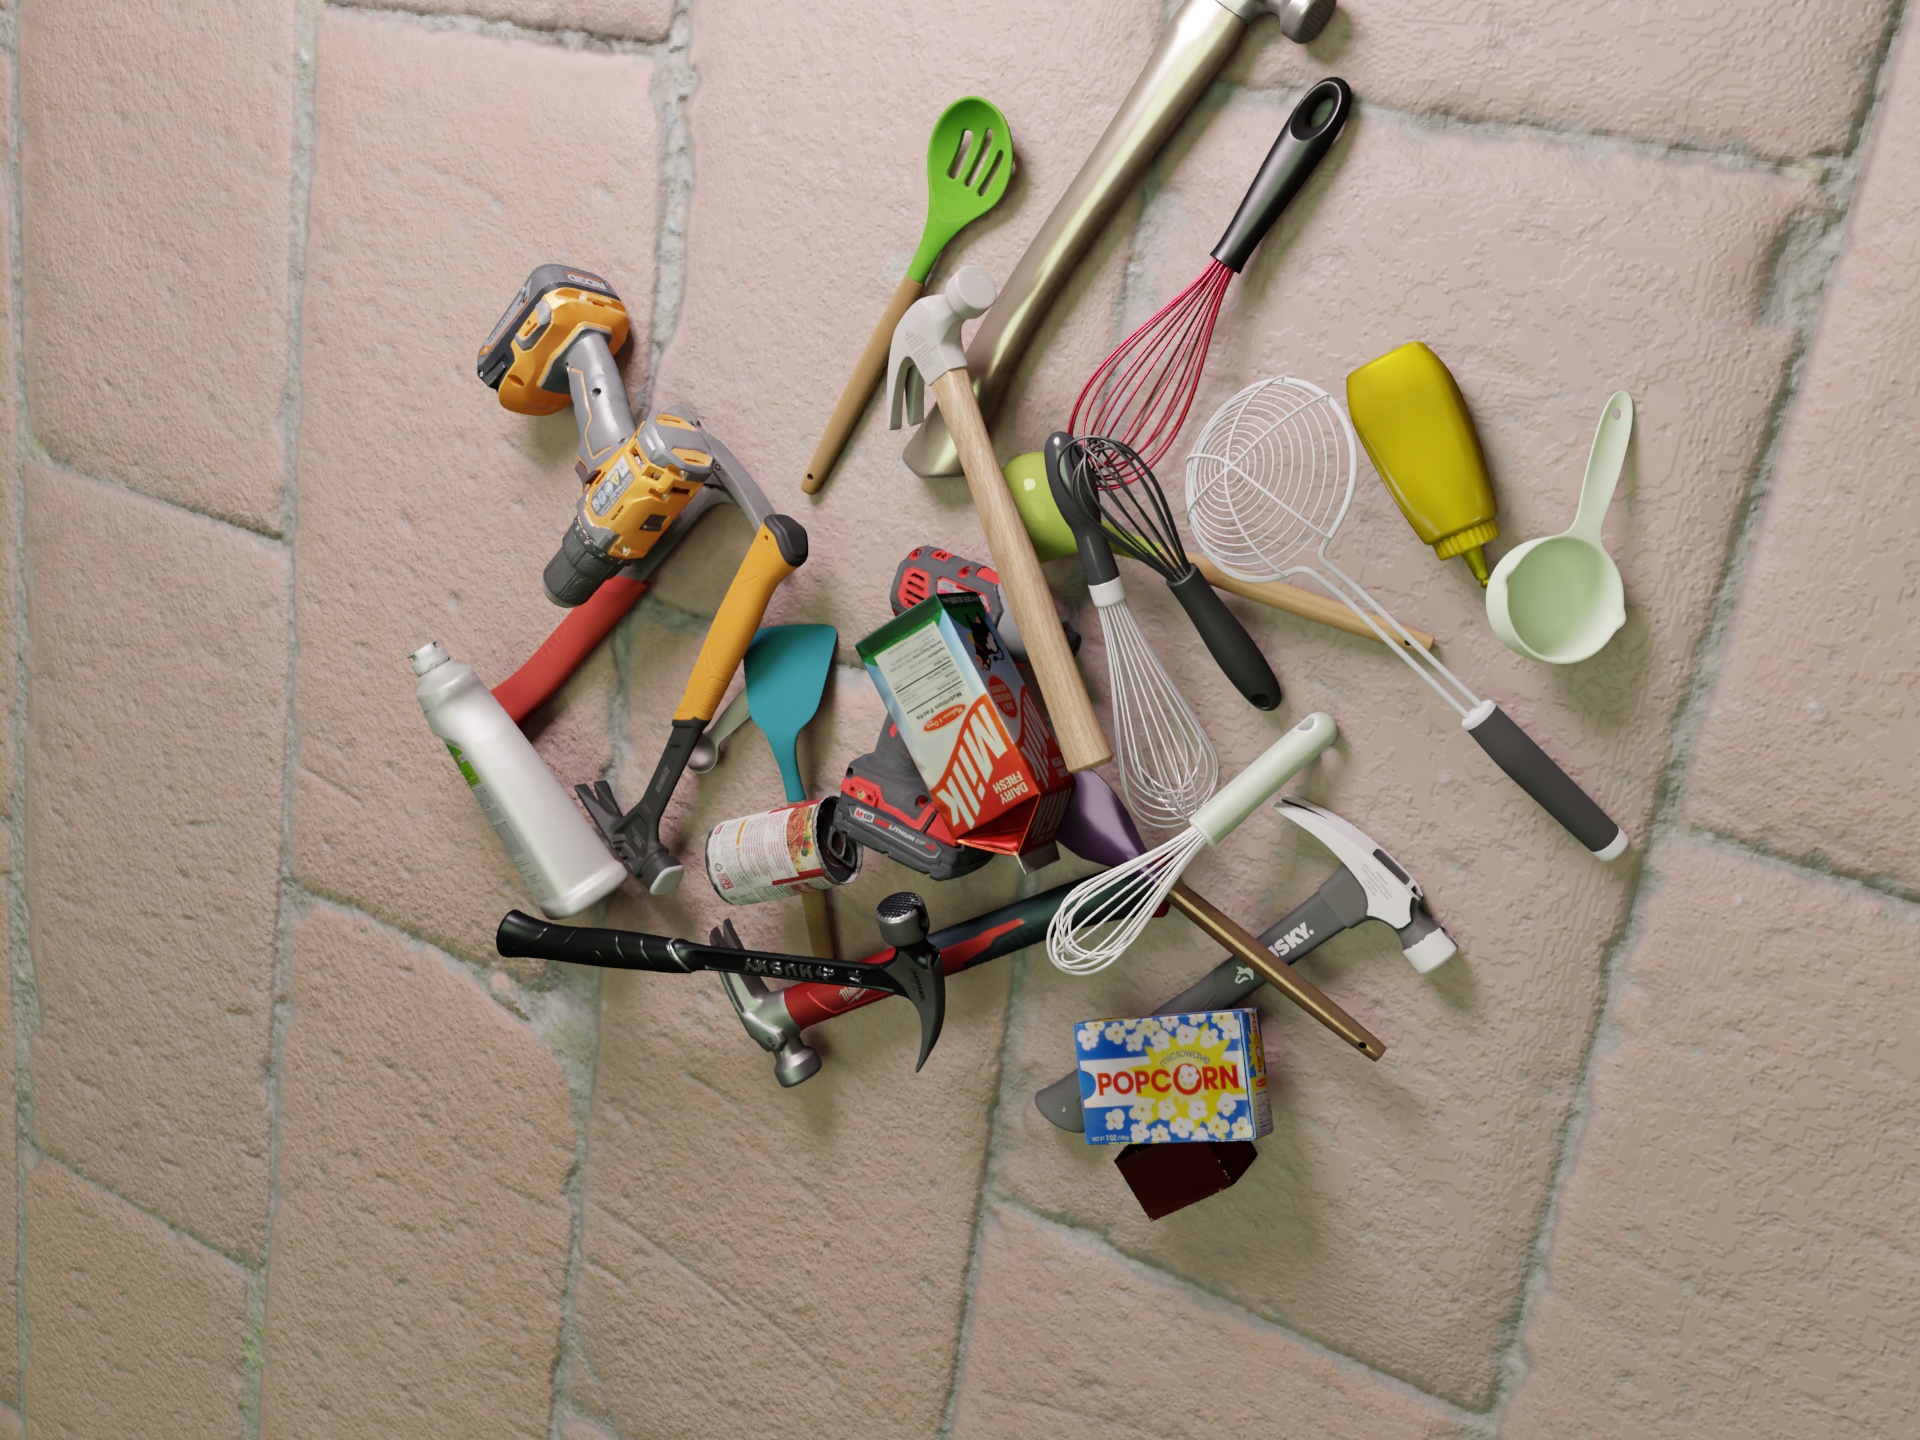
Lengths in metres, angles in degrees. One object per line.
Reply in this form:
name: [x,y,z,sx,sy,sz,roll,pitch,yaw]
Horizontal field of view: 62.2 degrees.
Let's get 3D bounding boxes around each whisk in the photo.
whisk: [0.160,-0.277,1.026,0.073,0.073,0.295,38,108,17]
whisk: [0.107,-0.057,1.060,0.070,0.070,0.284,-11,109,29]
whisk: [0.154,0.079,1.049,0.246,0.058,0.059,-41,115,-2]
whisk: [0.140,-0.091,1.025,0.055,0.055,0.238,-25,118,30]

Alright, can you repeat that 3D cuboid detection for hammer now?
hammer: [0.029,-0.123,1.062,0.130,0.031,0.331,-24,85,57]
hammer: [-0.195,0.187,1.230,0.409,0.036,0.149,1,122,26]
hammer: [0.070,-0.340,1.071,0.146,0.038,0.410,44,117,16]
hammer: [-0.290,-0.086,1.313,0.359,0.036,0.149,-42,79,27]
hammer: [0.172,0.191,1.120,0.334,0.035,0.146,-43,79,28]
hammer: [-0.207,-0.023,1.254,0.127,0.034,0.336,46,121,27]
hammer: [-0.016,0.161,1.198,0.386,0.038,0.143,-24,96,27]

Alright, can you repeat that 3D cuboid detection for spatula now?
spatula: [0.156,0.122,1.074,0.316,0.018,0.059,39,115,11]
spatula: [-0.120,0.084,1.261,0.082,0.044,0.317,-3,104,19]

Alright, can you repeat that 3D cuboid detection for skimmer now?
skimmer: [0.284,-0.059,0.994,0.363,0.090,0.127,43,126,-3]

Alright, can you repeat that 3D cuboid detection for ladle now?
ladle: [0.162,-0.105,1.071,0.320,0.062,0.078,21,113,16]

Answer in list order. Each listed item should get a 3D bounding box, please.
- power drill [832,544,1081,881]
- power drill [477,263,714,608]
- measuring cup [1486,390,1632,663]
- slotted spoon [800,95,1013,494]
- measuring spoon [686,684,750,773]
power drill: [-0.002,-0.004,1.154,0.143,0.078,0.219,23,107,22]
power drill: [-0.297,-0.216,1.240,0.185,0.084,0.226,-44,65,30]
measuring cup: [0.366,-0.115,0.955,0.083,0.038,0.167,17,89,-10]
slotted spoon: [-0.046,-0.297,1.147,0.070,0.031,0.313,39,117,17]
measuring spoon: [-0.179,-0.004,1.285,0.124,0.018,0.034,-44,79,20]
